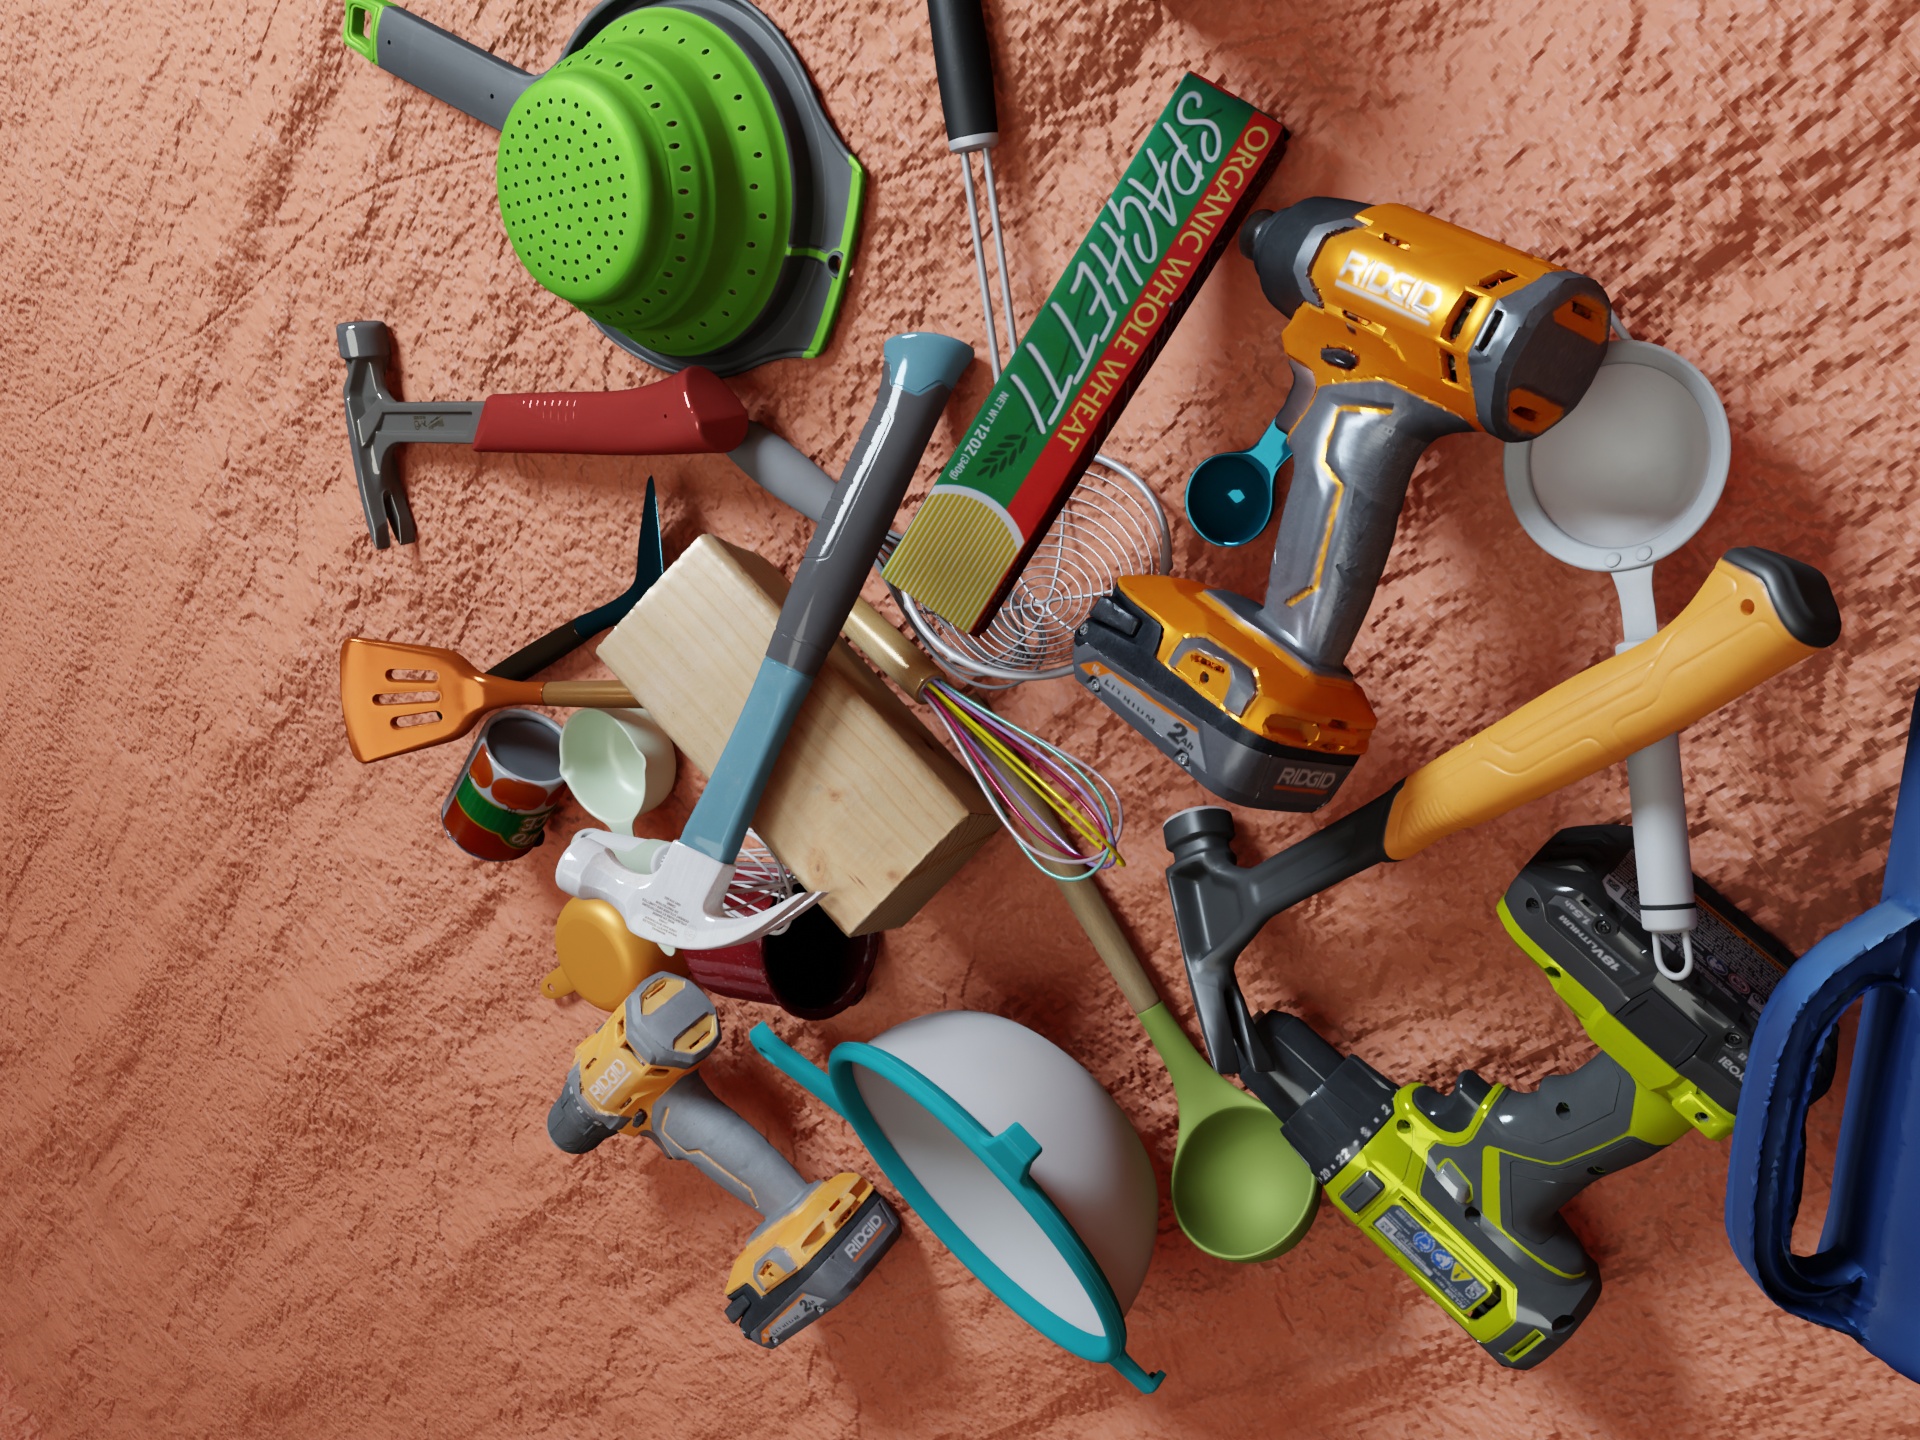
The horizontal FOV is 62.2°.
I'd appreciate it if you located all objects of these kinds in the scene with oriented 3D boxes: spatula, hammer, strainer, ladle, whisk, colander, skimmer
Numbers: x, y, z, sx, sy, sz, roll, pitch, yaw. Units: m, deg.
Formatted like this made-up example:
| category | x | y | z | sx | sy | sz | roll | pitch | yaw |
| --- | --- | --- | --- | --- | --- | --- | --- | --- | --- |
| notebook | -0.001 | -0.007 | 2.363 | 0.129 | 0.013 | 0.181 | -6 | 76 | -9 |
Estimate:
| category | x | y | z | sx | sy | sz | roll | pitch | yaw |
| --- | --- | --- | --- | --- | --- | --- | --- | --- | --- |
| spatula | -0.233 | -0.014 | 0.956 | 0.323 | 0.041 | 0.081 | 0 | 98 | 23 |
| hammer | -0.080 | -0.039 | 0.785 | 0.128 | 0.033 | 0.331 | 25 | 92 | 16 |
| strainer | -0.004 | 0.213 | 0.890 | 0.341 | 0.095 | 0.210 | 19 | 141 | 53 |
| ladle | 0.081 | 0.125 | 0.811 | 0.078 | 0.062 | 0.320 | -32 | 83 | 13 |
| whisk | -0.001 | -0.001 | 0.815 | 0.245 | 0.047 | 0.051 | 43 | 114 | 31 |
| hammer | 0.194 | 0.038 | 0.631 | 0.336 | 0.034 | 0.127 | -43 | 49 | 51 |
| hammer | -0.260 | -0.168 | 0.951 | 0.359 | 0.036 | 0.149 | 9 | 112 | 39 |
| whisk | -0.163 | 0.082 | 0.907 | 0.246 | 0.058 | 0.059 | 3 | 110 | 51 |
| colander | -0.234 | -0.315 | 0.855 | 0.397 | 0.094 | 0.204 | 33 | 123 | 23 |
| skimmer | 0.014 | -0.202 | 0.717 | 0.127 | 0.090 | 0.363 | -8 | 101 | 7 |
| strainer | 0.256 | -0.032 | 0.598 | 0.087 | 0.050 | 0.258 | -8 | 84 | 48 |
| whisk | -0.049 | -0.094 | 0.833 | 0.239 | 0.055 | 0.055 | 39 | 126 | 24 |
| spatula | -0.261 | -0.054 | 1.005 | 0.317 | 0.044 | 0.082 | -24 | 68 | 41 |

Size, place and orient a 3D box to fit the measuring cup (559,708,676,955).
| category | x | y | z | sx | sy | sz | roll | pitch | yaw |
| --- | --- | --- | --- | --- | --- | --- | --- | --- | --- |
| measuring cup | -0.200 | 0.066 | 1.009 | 0.083 | 0.038 | 0.167 | -9 | 103 | 38 |

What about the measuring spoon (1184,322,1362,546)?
| category | x | y | z | sx | sy | sz | roll | pitch | yaw |
| --- | --- | --- | --- | --- | --- | --- | --- | --- | --- |
| measuring spoon | 0.149 | -0.128 | 0.695 | 0.042 | 0.021 | 0.128 | 49 | 119 | 15 |

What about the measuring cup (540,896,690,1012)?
| category | x | y | z | sx | sy | sz | roll | pitch | yaw |
| --- | --- | --- | --- | --- | --- | --- | --- | --- | --- |
| measuring cup | -0.253 | 0.166 | 1.073 | 0.173 | 0.052 | 0.095 | -32 | 87 | 37 |

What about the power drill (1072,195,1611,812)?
| category | x | y | z | sx | sy | sz | roll | pitch | yaw |
| --- | --- | --- | --- | --- | --- | --- | --- | --- | --- |
| power drill | 0.135 | -0.096 | 0.642 | 0.164 | 0.084 | 0.226 | 43 | 116 | 42 |

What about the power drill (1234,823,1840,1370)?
| category | x | y | z | sx | sy | sz | roll | pitch | yaw |
| --- | --- | --- | --- | --- | --- | --- | --- | --- | --- |
| power drill | 0.236 | 0.154 | 0.693 | 0.191 | 0.080 | 0.228 | 44 | 129 | 18 |

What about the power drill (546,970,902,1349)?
| category | x | y | z | sx | sy | sz | roll | pitch | yaw |
| --- | --- | --- | --- | --- | --- | --- | --- | --- | --- |
| power drill | -0.166 | 0.289 | 1.022 | 0.226 | 0.084 | 0.185 | 47 | 129 | 5 |
